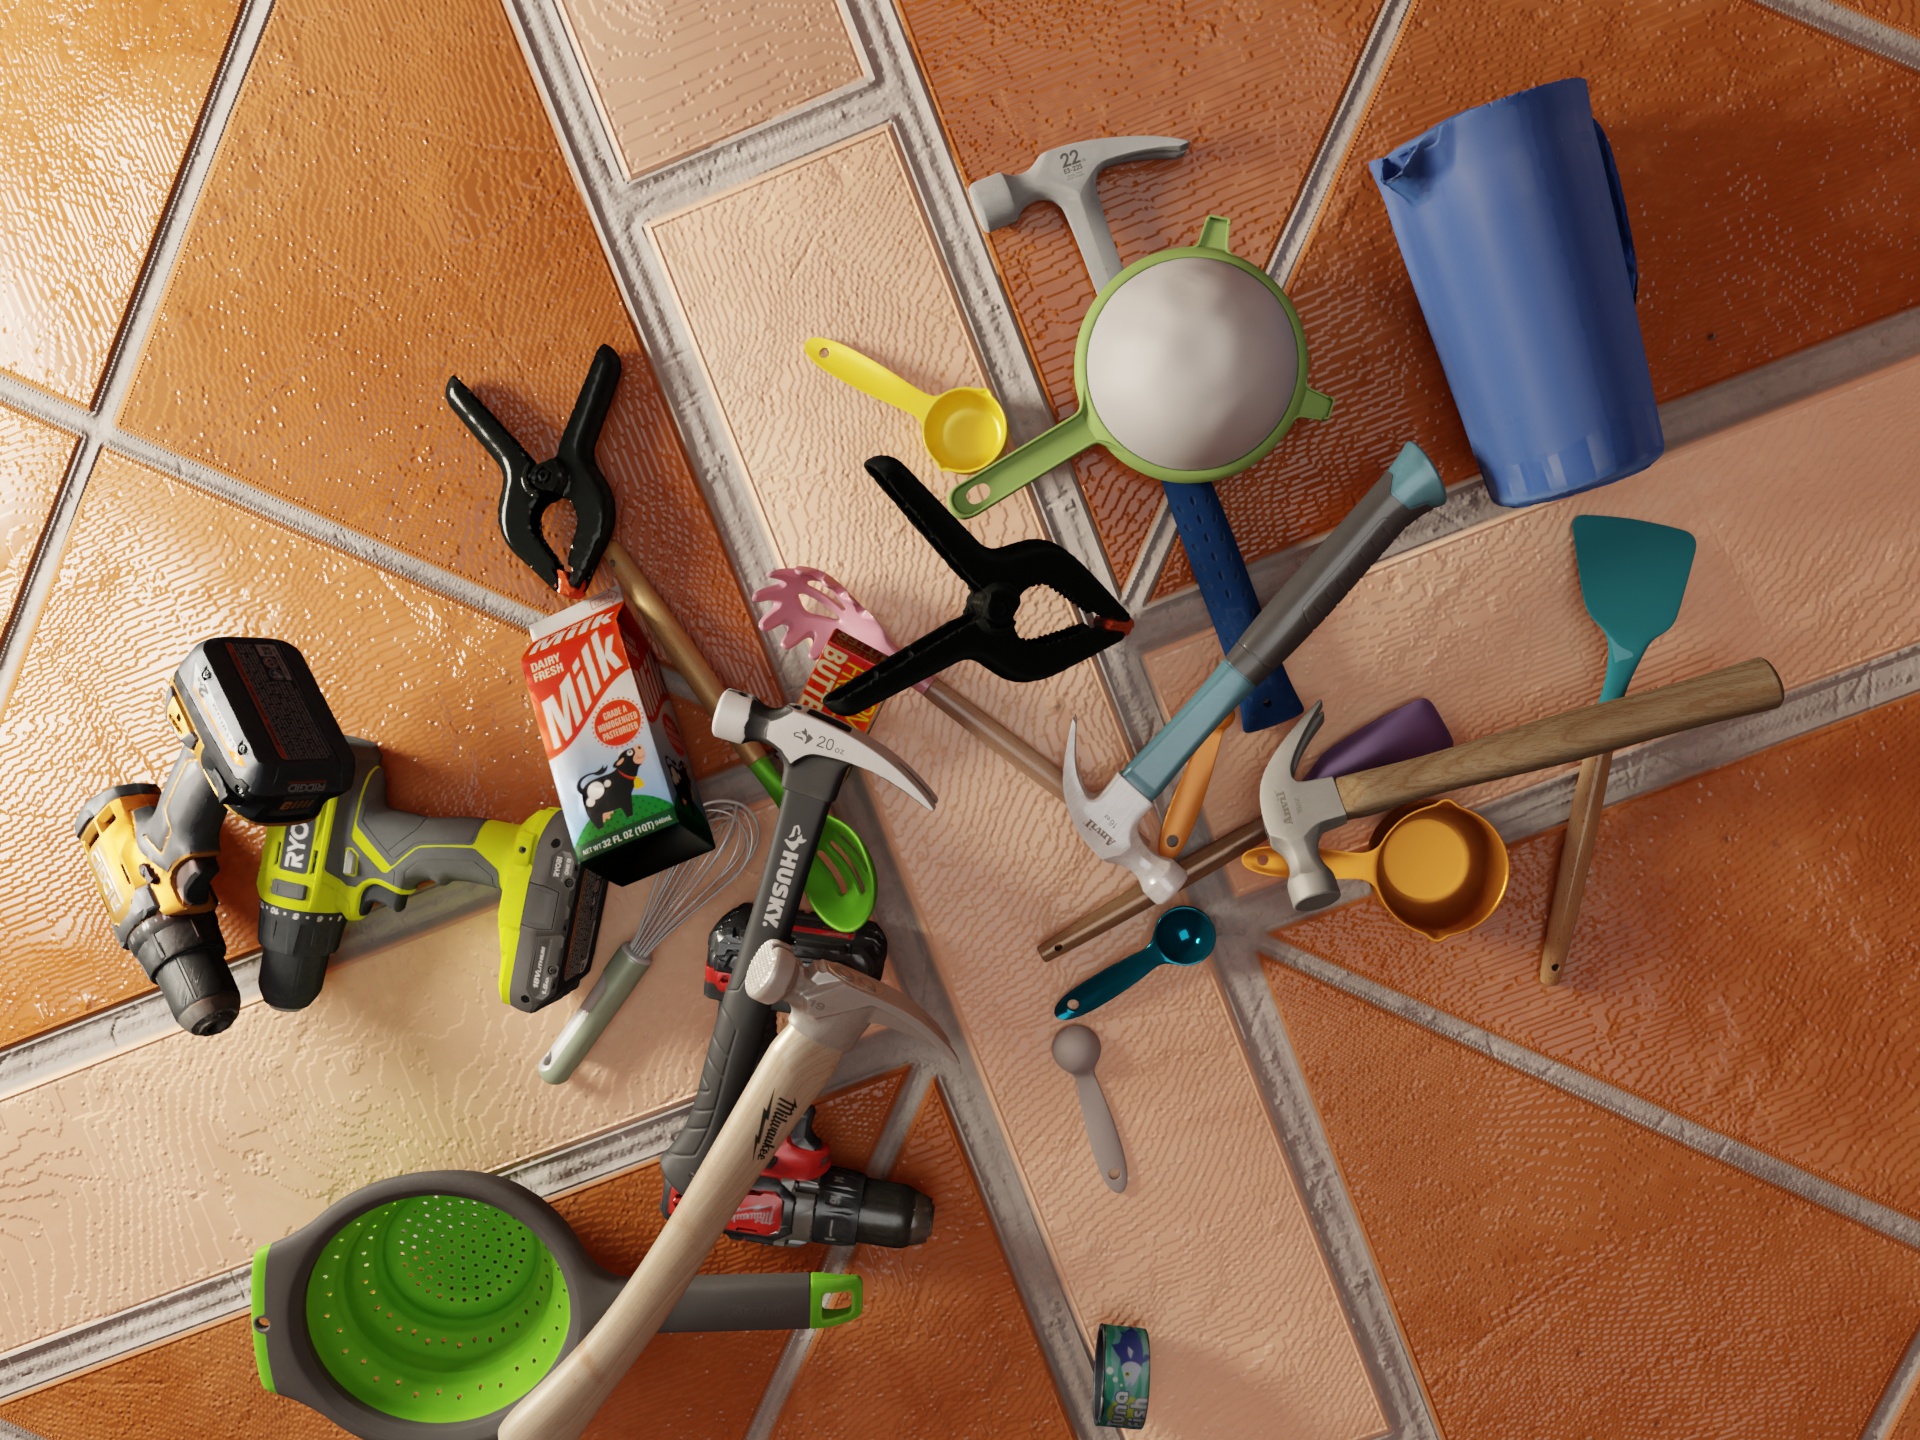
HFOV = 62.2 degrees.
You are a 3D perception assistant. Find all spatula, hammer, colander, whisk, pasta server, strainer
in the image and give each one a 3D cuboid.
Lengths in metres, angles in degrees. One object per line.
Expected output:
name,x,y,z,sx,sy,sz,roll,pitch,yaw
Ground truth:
spatula,0.426,0.024,1.068,0.082,0.044,0.317,9,99,1
hammer,0.192,-0.040,1.030,0.128,0.033,0.331,41,100,0
hammer,0.355,0.018,1.021,0.331,0.031,0.130,-16,62,5
colander,-0.267,0.383,1.093,0.397,0.094,0.204,1,102,-6
spatula,0.192,0.084,1.083,0.316,0.018,0.059,-30,97,3
whisk,-0.219,0.154,1.095,0.059,0.058,0.246,31,100,-29
pasta server,-0.002,-0.003,1.076,0.316,0.040,0.060,37,120,-2
hammer,-0.123,0.157,1.013,0.146,0.035,0.334,17,101,1
strainer,0.102,-0.200,1.004,0.256,0.069,0.151,-31,93,3
hammer,0.144,-0.190,1.056,0.144,0.035,0.405,-21,93,4
hammer,-0.165,0.332,1.018,0.146,0.038,0.410,29,102,-24

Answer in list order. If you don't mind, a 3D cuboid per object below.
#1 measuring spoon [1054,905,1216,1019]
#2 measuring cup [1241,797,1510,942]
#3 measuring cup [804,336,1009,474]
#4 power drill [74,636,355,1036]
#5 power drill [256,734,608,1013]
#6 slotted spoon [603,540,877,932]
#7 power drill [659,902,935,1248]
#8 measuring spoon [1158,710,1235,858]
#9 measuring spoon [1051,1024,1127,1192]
measuring spoon,0.118,0.168,1.097,0.128,0.021,0.042,-34,96,14
measuring cup,0.273,0.094,1.065,0.173,0.052,0.095,3,95,4
measuring cup,-0.036,-0.217,1.072,0.156,0.029,0.062,31,95,12
power drill,-0.484,0.079,1.033,0.226,0.084,0.185,-45,68,26
power drill,-0.366,0.122,1.083,0.228,0.080,0.190,12,94,4
slotted spoon,-0.149,0.006,1.072,0.070,0.031,0.314,-41,82,38
power drill,-0.100,0.251,1.082,0.188,0.080,0.226,9,98,2
measuring spoon,0.160,0.042,1.084,0.021,0.011,0.117,20,96,1
measuring spoon,0.094,0.272,1.102,0.034,0.018,0.124,-17,94,4
